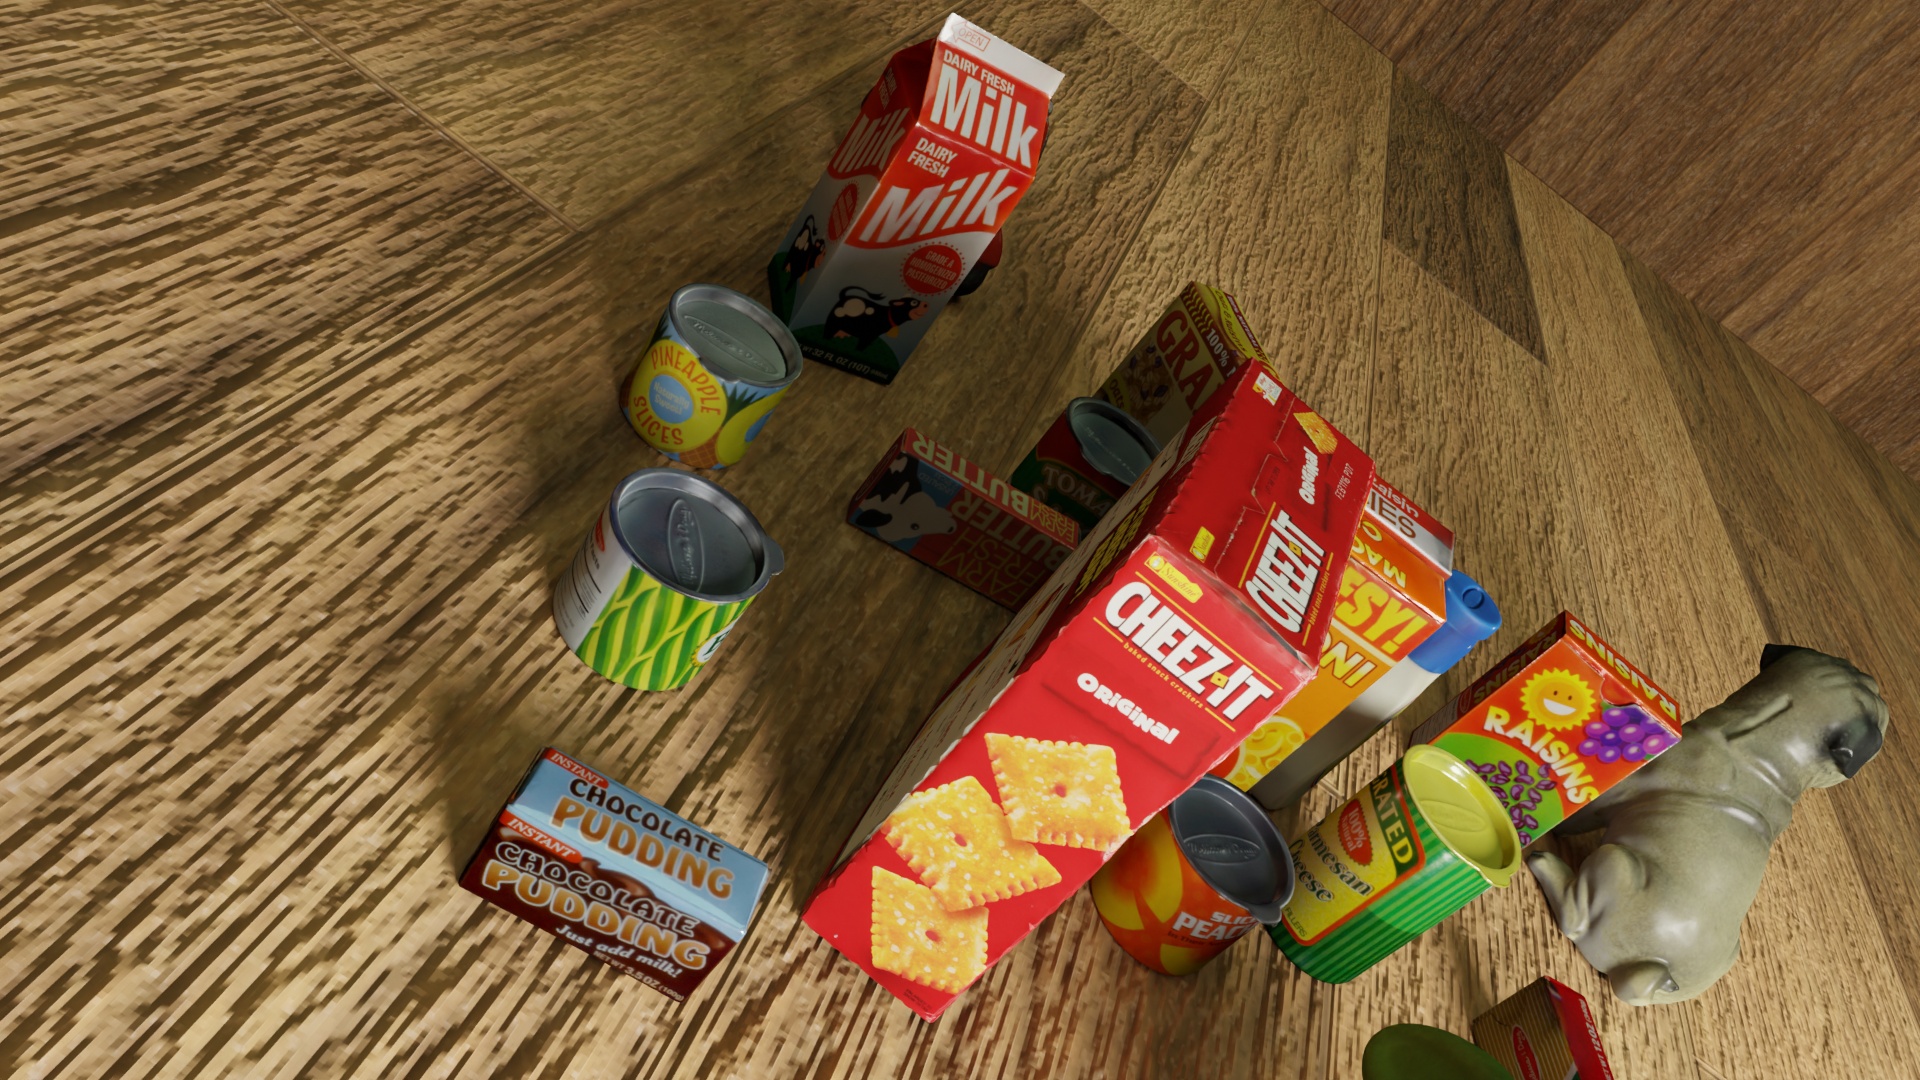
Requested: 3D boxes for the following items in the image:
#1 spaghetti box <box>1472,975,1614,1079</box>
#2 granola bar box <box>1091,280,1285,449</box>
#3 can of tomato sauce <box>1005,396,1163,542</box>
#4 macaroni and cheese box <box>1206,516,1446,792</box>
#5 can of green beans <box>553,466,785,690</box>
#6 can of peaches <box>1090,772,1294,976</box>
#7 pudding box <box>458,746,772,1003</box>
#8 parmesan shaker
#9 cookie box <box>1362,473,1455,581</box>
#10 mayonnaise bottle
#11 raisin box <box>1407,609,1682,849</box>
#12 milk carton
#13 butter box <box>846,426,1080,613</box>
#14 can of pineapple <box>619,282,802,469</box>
[{"bbox_3d":[0.268,0.304,0.572,0.028,0.050,0.251,27,35,-19],"label":"spaghetti box"},{"bbox_3d":[0.135,-0.047,0.788,0.039,0.123,0.166,15,41,-33],"label":"granola bar box"},{"bbox_3d":[0.058,-0.022,0.721,0.071,0.082,0.071,26,36,-20],"label":"can of tomato sauce"},{"bbox_3d":[0.111,0.043,0.620,0.124,0.165,0.040,37,33,-5],"label":"macaroni and cheese box"},{"bbox_3d":[-0.114,0.015,0.533,0.071,0.057,0.071,26,36,-20],"label":"can of green beans"},{"bbox_3d":[0.098,0.144,0.588,0.071,0.057,0.071,26,36,-20],"label":"can of peaches"},{"bbox_3d":[-0.108,0.106,0.440,0.083,0.049,0.030,32,34,-11],"label":"pudding box"},{"bbox_3d":[0.192,0.151,0.629,0.071,0.102,0.072,26,36,-20],"label":"parmesan shaker"},{"bbox_3d":[0.128,0.022,0.661,0.123,0.166,0.040,37,33,-5],"label":"cookie box"},{"bbox_3d":[0.200,0.074,0.687,0.041,0.147,0.065,49,34,13],"label":"mayonnaise bottle"},{"bbox_3d":[0.330,0.110,0.793,0.086,0.122,0.040,41,33,2],"label":"raisin box"},{"bbox_3d":[-0.026,-0.180,0.728,0.072,0.189,0.074,17,39,-30],"label":"milk carton"},{"bbox_3d":[0.002,-0.009,0.678,0.103,0.053,0.024,29,35,-16],"label":"butter box"},{"bbox_3d":[-0.116,-0.074,0.637,0.071,0.057,0.071,26,36,-20],"label":"can of pineapple"}]
